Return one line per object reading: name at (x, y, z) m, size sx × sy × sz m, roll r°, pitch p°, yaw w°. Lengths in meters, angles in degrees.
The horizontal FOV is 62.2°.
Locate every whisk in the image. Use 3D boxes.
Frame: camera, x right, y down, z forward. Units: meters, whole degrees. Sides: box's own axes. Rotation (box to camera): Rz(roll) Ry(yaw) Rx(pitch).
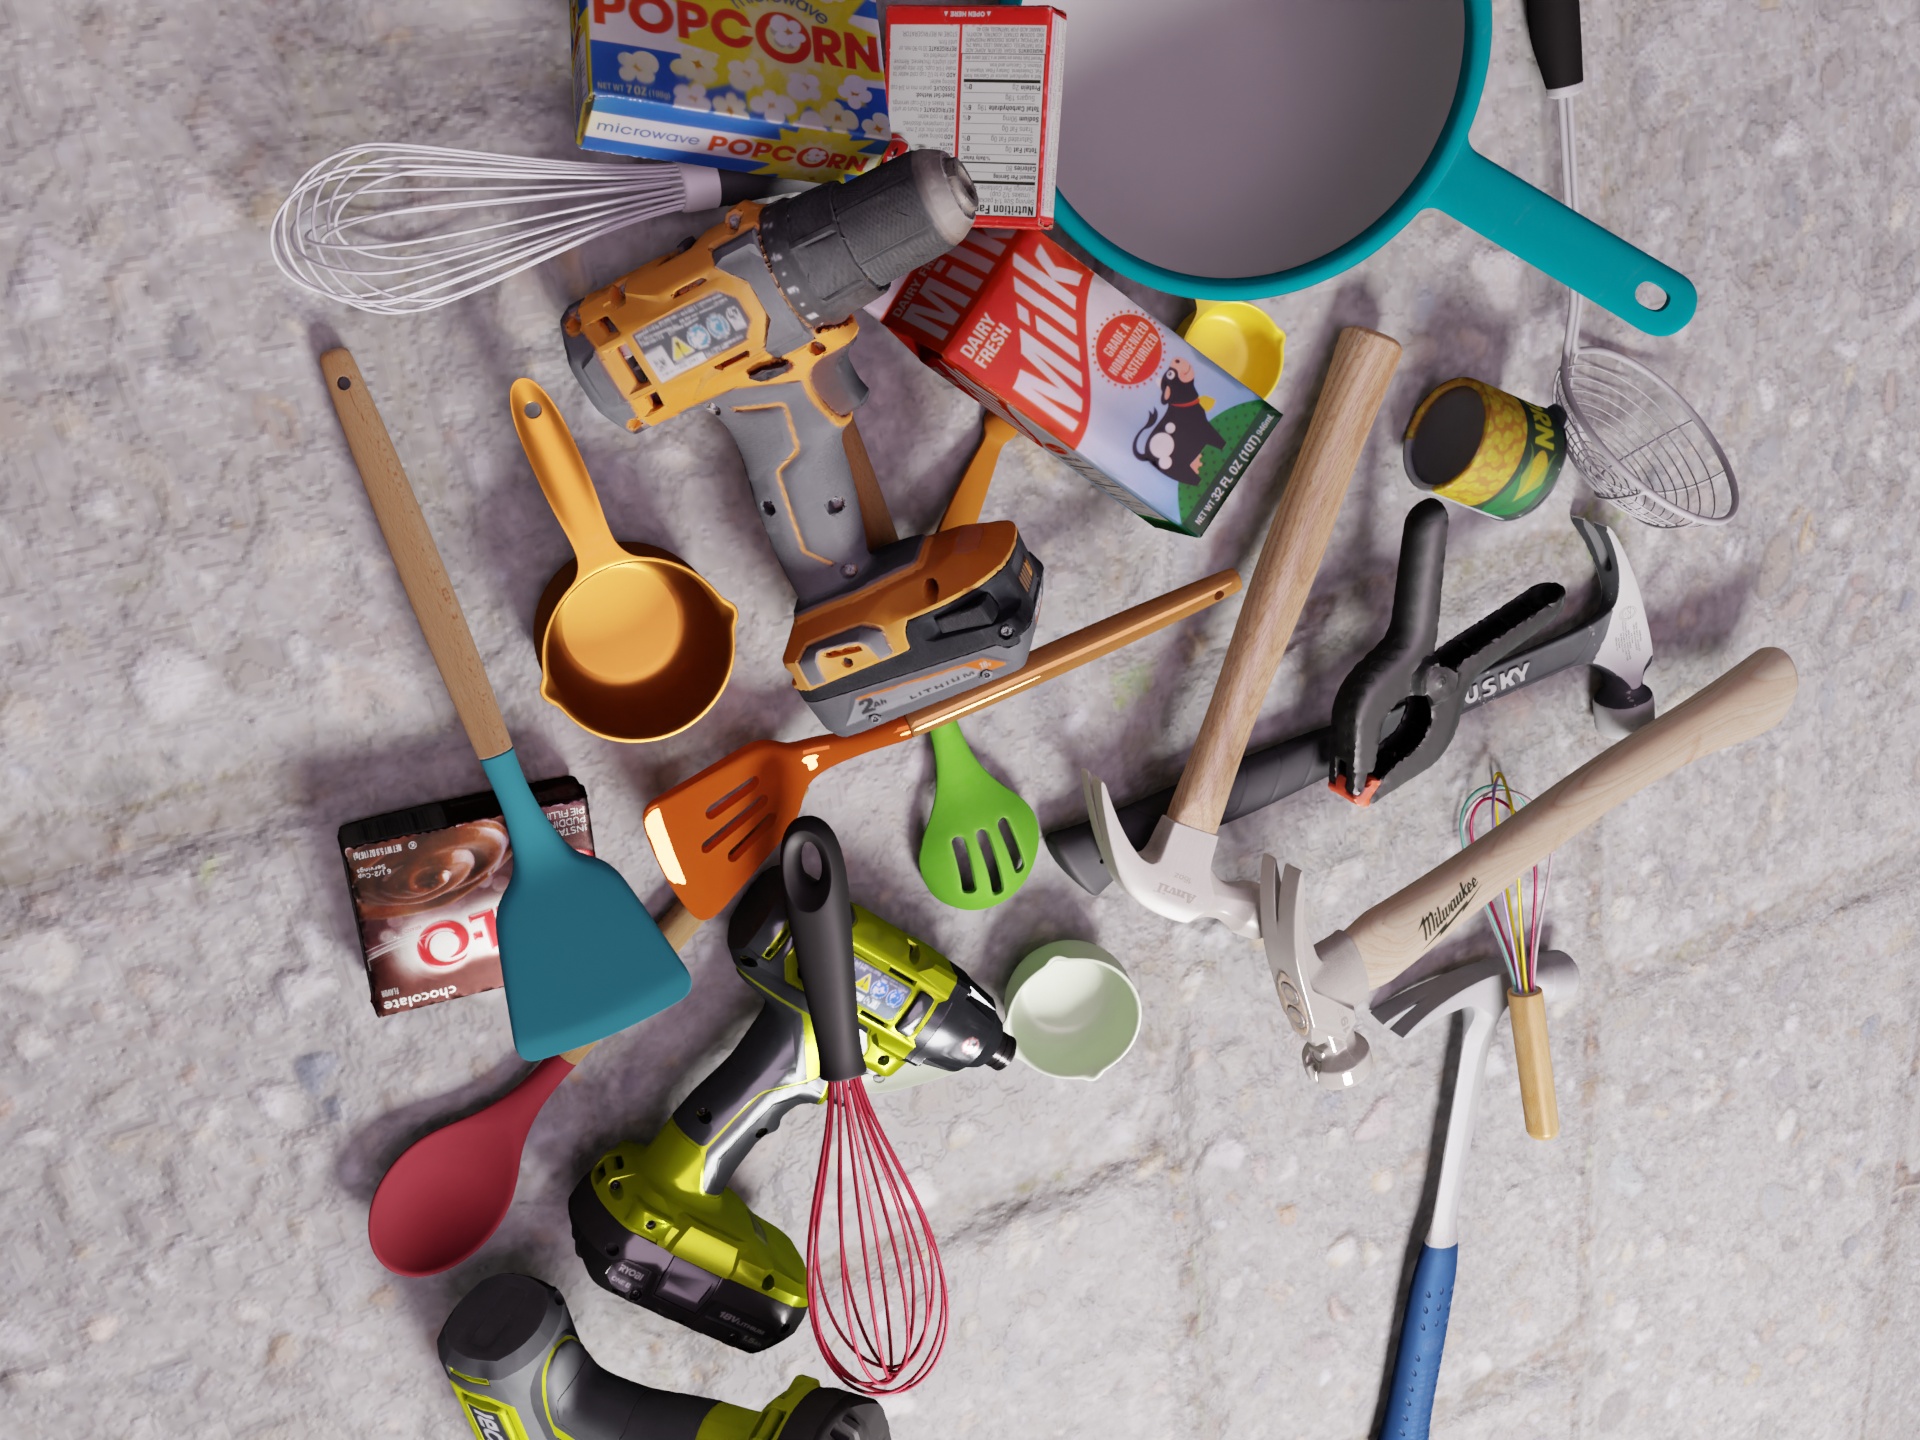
whisk at (0.352, 0.151, 1.001) m, size 0.051 × 0.047 × 0.245 m, roll -15°, pitch 101°, yaw -21°
whisk at (-0.054, 0.191, 0.779) m, size 0.073 × 0.073 × 0.296 m, roll -10°, pitch 97°, yaw -20°
whisk at (-0.143, -0.222, 0.673) m, size 0.284 × 0.070 × 0.070 m, roll -17°, pitch 115°, yaw -23°

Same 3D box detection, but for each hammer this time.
hammer at (0.328, 0.350, 1.097) m, size 0.144 × 0.035 × 0.405 m, roll -5°, pitch 111°, yaw -22°
hammer at (0.346, 0.051, 0.935) m, size 0.410 × 0.038 × 0.146 m, roll -29°, pitch 116°, yaw -20°
hammer at (0.162, -0.051, 0.857) m, size 0.130 × 0.031 × 0.331 m, roll 18°, pitch 94°, yaw -20°
hammer at (0.236, 0.006, 0.930) m, size 0.409 × 0.036 × 0.149 m, roll -21°, pitch 115°, yaw -15°

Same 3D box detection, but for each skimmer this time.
skimmer at (0.356, -0.277, 0.845) m, size 0.127 × 0.090 × 0.363 m, roll -38°, pitch 122°, yaw -44°

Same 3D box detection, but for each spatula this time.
spatula at (-0.001, -0.003, 0.789) m, size 0.322 × 0.041 × 0.080 m, roll -24°, pitch 129°, yaw -7°
spatula at (-0.211, -0.008, 0.696) m, size 0.082 × 0.044 × 0.317 m, roll -22°, pitch 104°, yaw -11°

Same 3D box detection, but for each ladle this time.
ladle at (-0.184, 0.150, 0.807) m, size 0.315 × 0.031 × 0.069 m, roll -49°, pitch 122°, yaw -2°

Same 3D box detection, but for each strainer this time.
strainer at (0.179, -0.272, 0.727) m, size 0.340 × 0.095 × 0.211 m, roll 28°, pitch 108°, yaw -7°

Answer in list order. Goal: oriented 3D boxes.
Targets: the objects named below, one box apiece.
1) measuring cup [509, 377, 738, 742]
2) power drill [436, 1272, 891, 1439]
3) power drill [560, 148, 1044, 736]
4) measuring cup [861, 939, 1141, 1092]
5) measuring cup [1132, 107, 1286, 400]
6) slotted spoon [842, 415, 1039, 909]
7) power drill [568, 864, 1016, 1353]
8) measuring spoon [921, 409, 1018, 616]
measuring cup at (-0.165, -0.075, 0.718) m, size 0.095 × 0.052 × 0.173 m, roll -26°, pitch 115°, yaw -13°
power drill at (-0.149, 0.388, 0.820) m, size 0.080 × 0.228 × 0.190 m, roll -54°, pitch 145°, yaw -48°
power drill at (-0.041, -0.121, 0.695) m, size 0.185 × 0.084 × 0.226 m, roll -21°, pitch 115°, yaw 21°
measuring cup at (0.019, 0.175, 0.905) m, size 0.167 × 0.038 × 0.083 m, roll -18°, pitch 109°, yaw 2°
measuring cup at (0.115, -0.229, 0.801) m, size 0.062 × 0.029 × 0.156 m, roll -25°, pitch 105°, yaw -8°
slotted spoon at (-0.022, -0.029, 0.811) m, size 0.070 × 0.031 × 0.313 m, roll -23°, pitch 115°, yaw -11°
power drill at (-0.086, 0.207, 0.837) m, size 0.171 × 0.080 × 0.223 m, roll 34°, pitch 91°, yaw -22°
measuring spoon at (0.004, -0.103, 0.789) m, size 0.021 × 0.011 × 0.117 m, roll 25°, pitch 86°, yaw -36°
